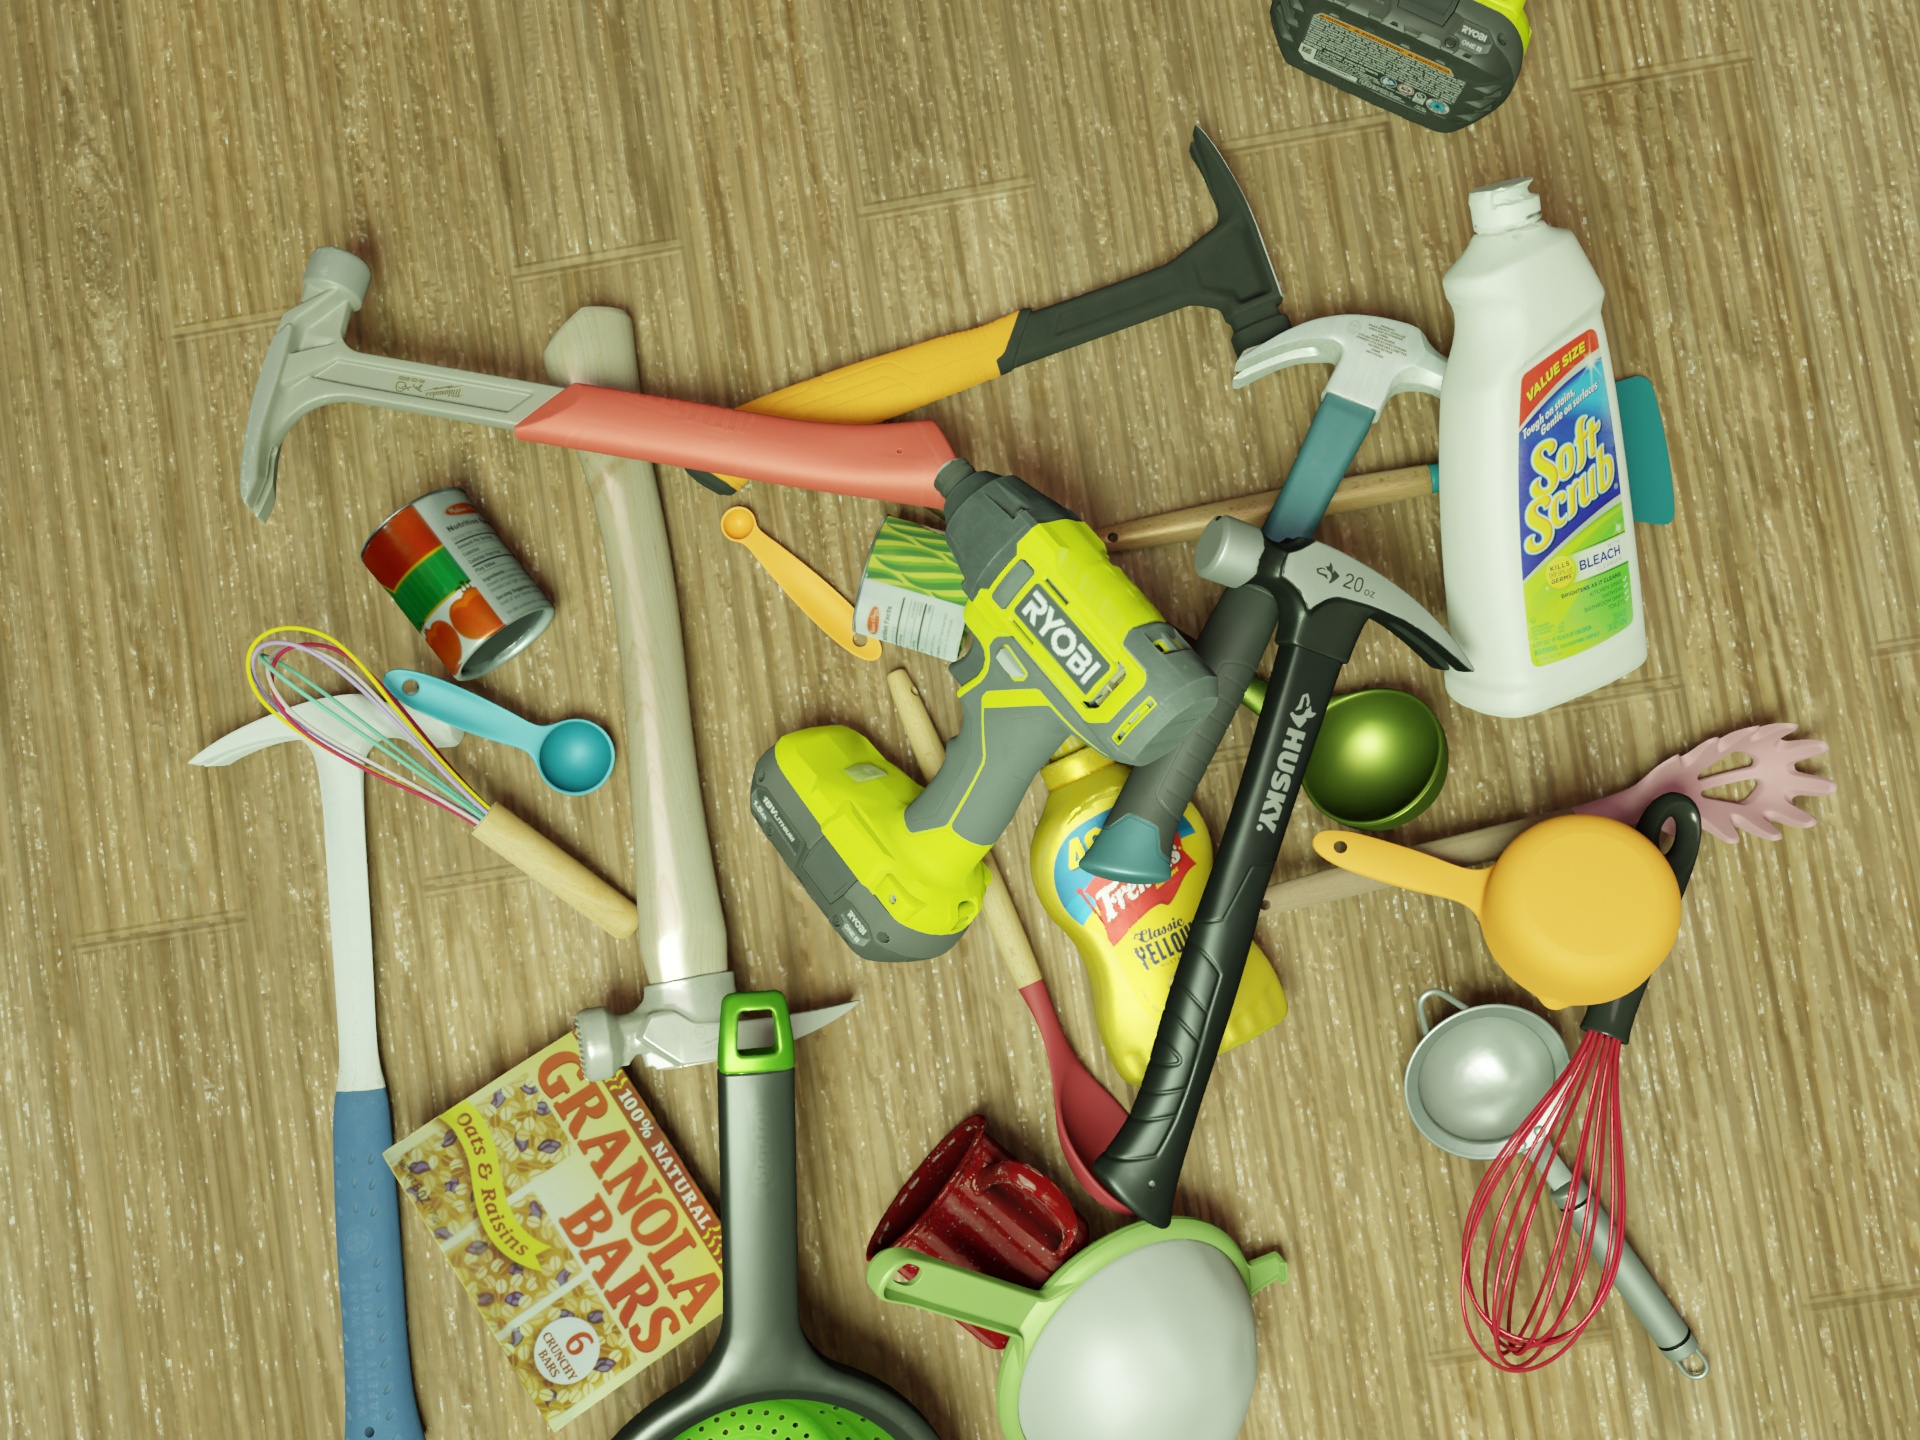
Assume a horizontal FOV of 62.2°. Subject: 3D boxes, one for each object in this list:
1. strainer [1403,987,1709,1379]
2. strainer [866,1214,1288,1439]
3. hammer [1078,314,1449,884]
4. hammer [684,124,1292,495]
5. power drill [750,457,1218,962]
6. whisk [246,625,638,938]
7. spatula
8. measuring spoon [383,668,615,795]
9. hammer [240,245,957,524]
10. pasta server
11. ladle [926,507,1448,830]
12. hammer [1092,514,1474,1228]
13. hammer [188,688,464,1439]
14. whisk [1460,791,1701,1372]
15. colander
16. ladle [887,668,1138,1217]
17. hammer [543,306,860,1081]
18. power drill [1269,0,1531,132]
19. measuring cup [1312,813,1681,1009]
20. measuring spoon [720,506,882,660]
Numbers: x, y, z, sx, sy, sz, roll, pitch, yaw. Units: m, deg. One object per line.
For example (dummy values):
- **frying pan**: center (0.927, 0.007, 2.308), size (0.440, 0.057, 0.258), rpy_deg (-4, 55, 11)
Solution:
- **strainer**: center (0.311, 0.239, 0.828), size (0.087, 0.050, 0.258), rpy_deg (-35, 92, 8)
- **strainer**: center (0.062, 0.302, 0.749), size (0.256, 0.069, 0.151), rpy_deg (33, 92, -36)
- **hammer**: center (0.152, -0.063, 0.813), size (0.128, 0.033, 0.331), rpy_deg (26, 80, 12)
- **hammer**: center (0.004, -0.206, 0.869), size (0.337, 0.034, 0.127), rpy_deg (-20, 87, 1)
- **power drill**: center (-0.001, -0.002, 0.778), size (0.171, 0.080, 0.223), rpy_deg (51, 121, 18)
- **whisk**: center (-0.266, 0.035, 0.833), size (0.244, 0.051, 0.047), rpy_deg (40, 72, -15)
- **spatula**: center (0.226, -0.122, 0.861), size (0.317, 0.044, 0.082), rpy_deg (-9, 88, 7)
- **measuring spoon**: center (-0.249, 0.002, 0.861), size (0.128, 0.021, 0.042), rpy_deg (25, 86, -13)
- **hammer**: center (-0.180, -0.146, 0.825), size (0.359, 0.036, 0.149), rpy_deg (10, 75, -1)
- **pasta server**: center (0.294, 0.060, 0.821), size (0.316, 0.040, 0.060), rpy_deg (-13, 93, -6)
- **ladle**: center (0.111, -0.045, 0.845), size (0.320, 0.062, 0.078), rpy_deg (32, 86, 7)
- **hammer**: center (0.138, 0.081, 0.767), size (0.146, 0.035, 0.335), rpy_deg (18, 89, -16)
- **hammer**: center (-0.331, 0.189, 0.861), size (0.144, 0.035, 0.405), rpy_deg (-5, 87, 2)
- **whisk**: center (0.311, 0.174, 0.782), size (0.073, 0.073, 0.296), rpy_deg (21, 82, 3)
- **colander**: center (-0.104, 0.326, 0.794), size (0.204, 0.094, 0.397), rpy_deg (-1, 92, -16)
- **ladle**: center (0.027, 0.116, 0.846), size (0.031, 0.069, 0.315), rpy_deg (-29, 80, 28)
- **hammer**: center (-0.156, -0.024, 0.856), size (0.146, 0.038, 0.411), rpy_deg (-7, 82, -17)
- **power drill**: center (0.258, -0.455, 0.851), size (0.190, 0.080, 0.228), rpy_deg (26, 86, 4)
- **measuring cup**: center (0.257, 0.077, 0.769), size (0.174, 0.052, 0.095), rpy_deg (16, 75, 14)
- **measuring spoon**: center (-0.087, -0.075, 0.879), size (0.117, 0.011, 0.021), rpy_deg (43, 90, 1)
